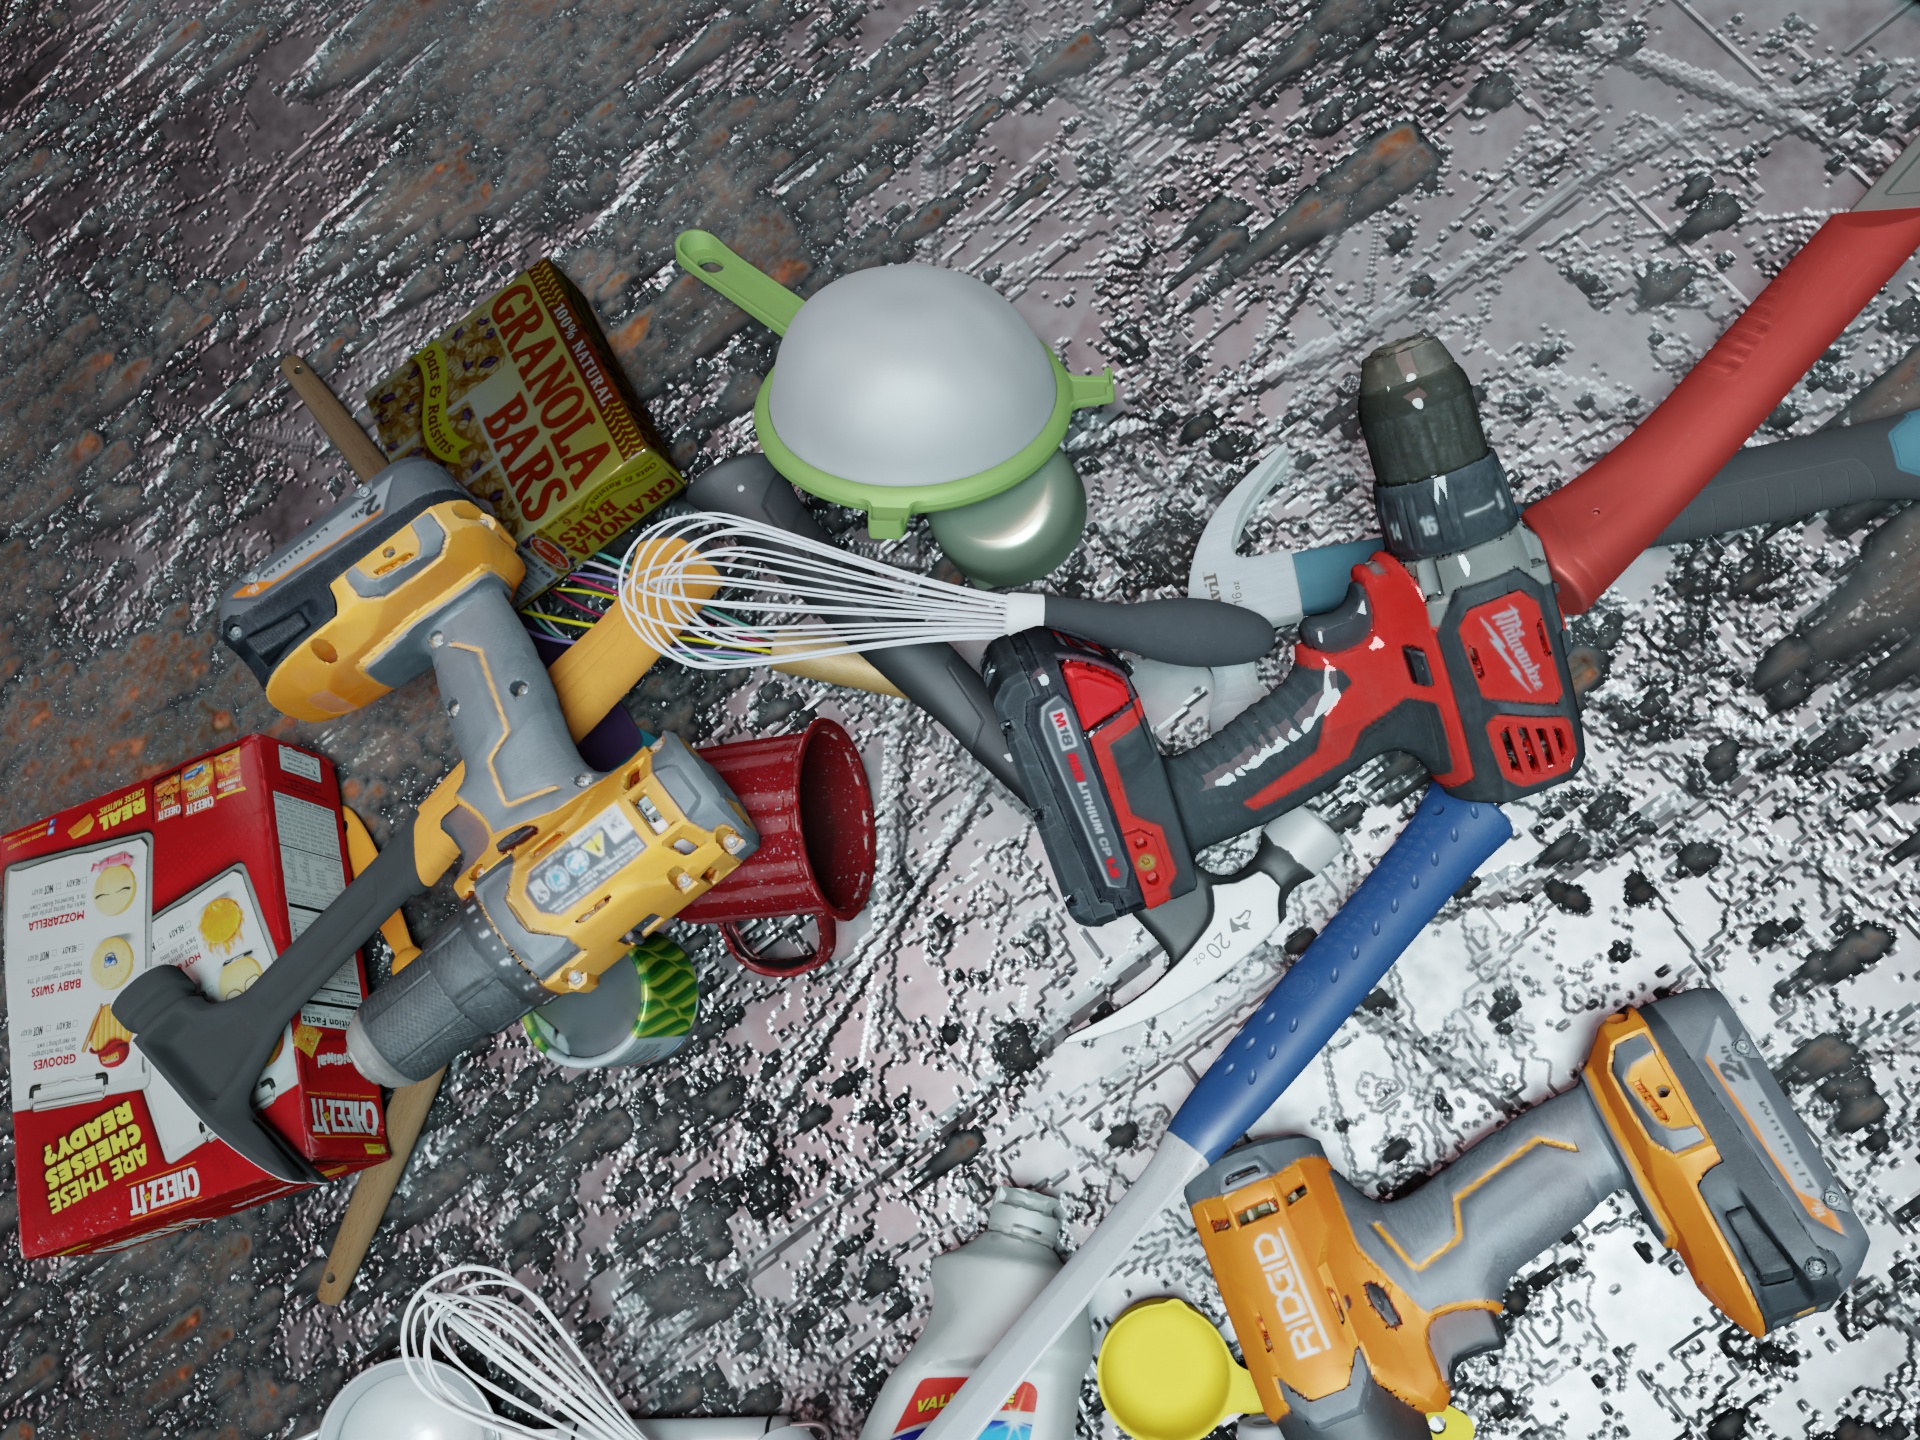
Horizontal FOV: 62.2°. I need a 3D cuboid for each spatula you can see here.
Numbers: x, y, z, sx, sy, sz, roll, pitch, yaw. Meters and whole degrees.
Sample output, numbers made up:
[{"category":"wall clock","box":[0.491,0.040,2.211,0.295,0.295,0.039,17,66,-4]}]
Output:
[{"category":"spatula","box":[-0.244,0.141,0.787,0.082,0.044,0.317,24,91,16]},{"category":"spatula","box":[-0.275,-0.086,0.834,0.060,0.018,0.316,-34,70,-19]}]

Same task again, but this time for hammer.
[{"category":"hammer","box":[0.086,0.179,0.624,0.405,0.035,0.144,-46,27,-15]},{"category":"hammer","box":[0.263,-0.083,0.696,0.331,0.033,0.128,-12,78,11]},{"category":"hammer","box":[0.369,-0.177,0.660,0.149,0.036,0.359,41,84,22]},{"category":"hammer","box":[-0.001,-0.002,0.723,0.335,0.035,0.146,43,87,11]},{"category":"hammer","box":[-0.224,0.047,0.724,0.127,0.034,0.337,39,81,17]}]

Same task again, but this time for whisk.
[{"category":"whisk","box":[-0.108,-0.042,0.779,0.245,0.047,0.051,12,82,11]},{"category":"whisk","box":[-0.136,0.320,0.686,0.246,0.057,0.059,37,48,-2]},{"category":"whisk","box":[-0.005,-0.045,0.687,0.284,0.070,0.070,5,81,-3]}]

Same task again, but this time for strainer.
[{"category":"strainer","box":[-0.185,0.331,0.728,0.258,0.050,0.087,-4,85,7]},{"category":"strainer","box":[-0.059,-0.197,0.756,0.151,0.069,0.257,-36,57,-25]}]

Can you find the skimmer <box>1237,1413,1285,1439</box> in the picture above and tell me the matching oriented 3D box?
[{"category":"skimmer","box":[0.136,0.458,0.588,0.127,0.090,0.363,-8,82,13]}]

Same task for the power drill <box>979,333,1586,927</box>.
[{"category":"power drill","box":[0.123,-0.032,0.631,0.226,0.080,0.187,-20,104,1]}]

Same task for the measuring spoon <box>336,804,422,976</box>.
[{"category":"measuring spoon","box":[-0.298,0.086,0.803,0.021,0.011,0.117,-47,60,18]}]

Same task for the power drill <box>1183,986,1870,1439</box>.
[{"category":"power drill","box":[0.216,0.215,0.612,0.226,0.084,0.164,-25,57,10]}]

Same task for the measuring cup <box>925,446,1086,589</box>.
[{"category":"measuring cup","box":[-0.021,-0.120,0.769,0.167,0.038,0.083,20,85,14]}]

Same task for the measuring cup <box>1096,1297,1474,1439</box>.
[{"category":"measuring cup","box":[0.135,0.282,0.669,0.156,0.029,0.062,9,82,4]}]

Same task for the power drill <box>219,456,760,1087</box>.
[{"category":"power drill","box":[-0.220,0.024,0.674,0.185,0.084,0.226,-39,75,-4]}]
